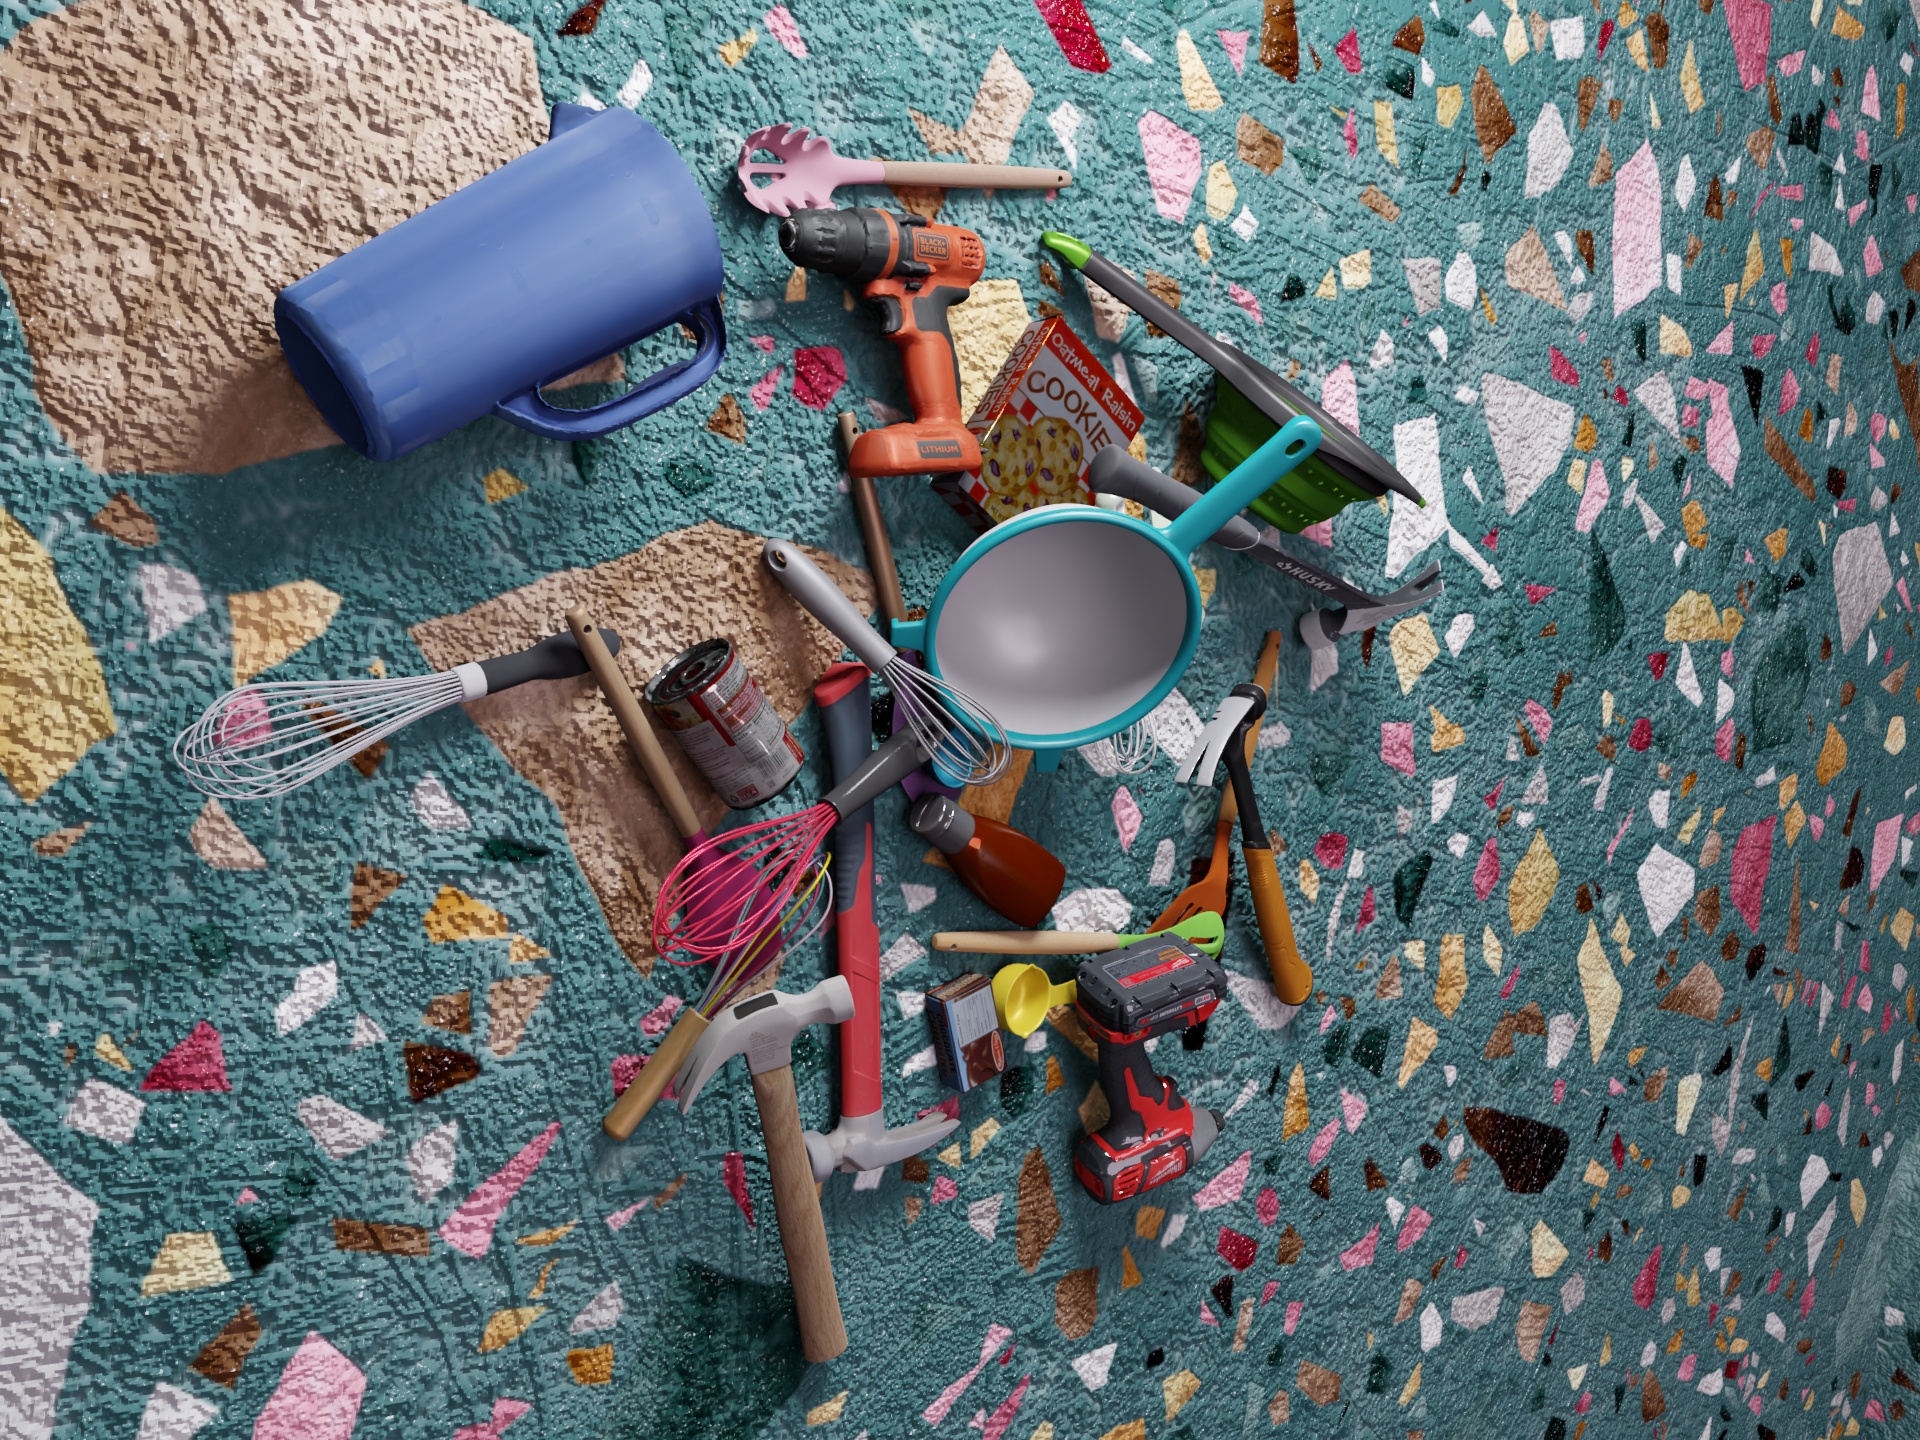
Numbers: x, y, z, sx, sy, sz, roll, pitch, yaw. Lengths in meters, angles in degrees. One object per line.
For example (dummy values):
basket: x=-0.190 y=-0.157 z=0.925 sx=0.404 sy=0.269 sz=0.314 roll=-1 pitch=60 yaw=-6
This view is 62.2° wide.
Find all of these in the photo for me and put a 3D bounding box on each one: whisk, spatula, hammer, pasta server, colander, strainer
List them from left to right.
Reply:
whisk: x=-0.332 y=-0.015 z=0.972 sx=0.284 sy=0.070 sz=0.070 roll=-21 pitch=108 yaw=-40
whisk: x=-0.168 y=0.189 z=1.112 sx=0.245 sy=0.047 sz=0.051 roll=-53 pitch=132 yaw=-9
hammer: x=-0.123 y=0.338 z=1.148 sx=0.130 sy=0.031 sz=0.331 roll=-14 pitch=118 yaw=-15
whisk: x=-0.103 y=0.073 z=1.100 sx=0.296 sy=0.073 sz=0.073 roll=-38 pitch=118 yaw=-41
hammer: x=-0.066 y=0.148 z=1.205 sx=0.143 sy=0.038 sz=0.386 roll=-7 pitch=100 yaw=-38
whisk: x=-0.053 y=-0.044 z=1.142 sx=0.239 sy=0.055 sz=0.055 roll=45 pitch=66 yaw=-6
spatula: x=-0.051 y=-0.076 z=1.202 sx=0.060 sy=0.018 sz=0.315 roll=-26 pitch=112 yaw=-37
pasta server: x=-0.033 y=-0.400 z=1.164 sx=0.316 sy=0.040 sz=0.060 roll=-13 pitch=116 yaw=-37
strainer: x=0.118 y=-0.125 z=1.195 sx=0.340 sy=0.095 sz=0.210 roll=-39 pitch=123 yaw=15
whisk: x=0.130 y=-0.070 z=1.305 sx=0.058 sy=0.059 sz=0.246 roll=-30 pitch=121 yaw=-49
colander: x=0.207 y=-0.264 z=1.332 sx=0.396 sy=0.205 sz=0.094 roll=30 pitch=112 yaw=-21
spatula: x=0.239 y=0.069 z=1.444 sx=0.081 sy=0.041 sz=0.323 roll=27 pitch=75 yaw=-39
hammer: x=0.268 y=0.136 z=1.430 sx=0.127 sy=0.034 sz=0.336 roll=-50 pitch=133 yaw=-38
hammer: x=0.250 y=-0.146 z=1.326 sx=0.408 sy=0.149 sz=0.036 roll=18 pitch=60 yaw=-43

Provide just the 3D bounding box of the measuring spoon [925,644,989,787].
measuring spoon: x=-0.002 y=-0.004 z=1.242 sx=0.042 sy=0.021 sz=0.129 roll=37 pitch=55 yaw=-32

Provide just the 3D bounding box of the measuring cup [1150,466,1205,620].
measuring cup: x=0.162 y=-0.130 z=1.350 sx=0.083 sy=0.038 sz=0.167 roll=-14 pitch=102 yaw=-36

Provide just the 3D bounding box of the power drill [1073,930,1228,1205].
power drill: x=0.166 y=0.300 z=1.357 sx=0.143 sy=0.079 sz=0.219 roll=-15 pitch=117 yaw=-25

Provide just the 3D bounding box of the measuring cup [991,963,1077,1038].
measuring cup: x=0.078 y=0.227 z=1.341 sx=0.156 sy=0.029 sz=0.062 roll=0 pitch=97 yaw=-50

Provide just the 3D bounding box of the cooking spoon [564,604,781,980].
cooking spoon: x=-0.195 y=0.056 z=1.087 sx=0.069 sy=0.017 sz=0.318 roll=-40 pitch=125 yaw=-27

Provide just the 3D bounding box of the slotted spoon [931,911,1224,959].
slotted spoon: x=0.109 y=0.190 z=1.345 sx=0.313 sy=0.031 sz=0.070 roll=6 pitch=117 yaw=-33
